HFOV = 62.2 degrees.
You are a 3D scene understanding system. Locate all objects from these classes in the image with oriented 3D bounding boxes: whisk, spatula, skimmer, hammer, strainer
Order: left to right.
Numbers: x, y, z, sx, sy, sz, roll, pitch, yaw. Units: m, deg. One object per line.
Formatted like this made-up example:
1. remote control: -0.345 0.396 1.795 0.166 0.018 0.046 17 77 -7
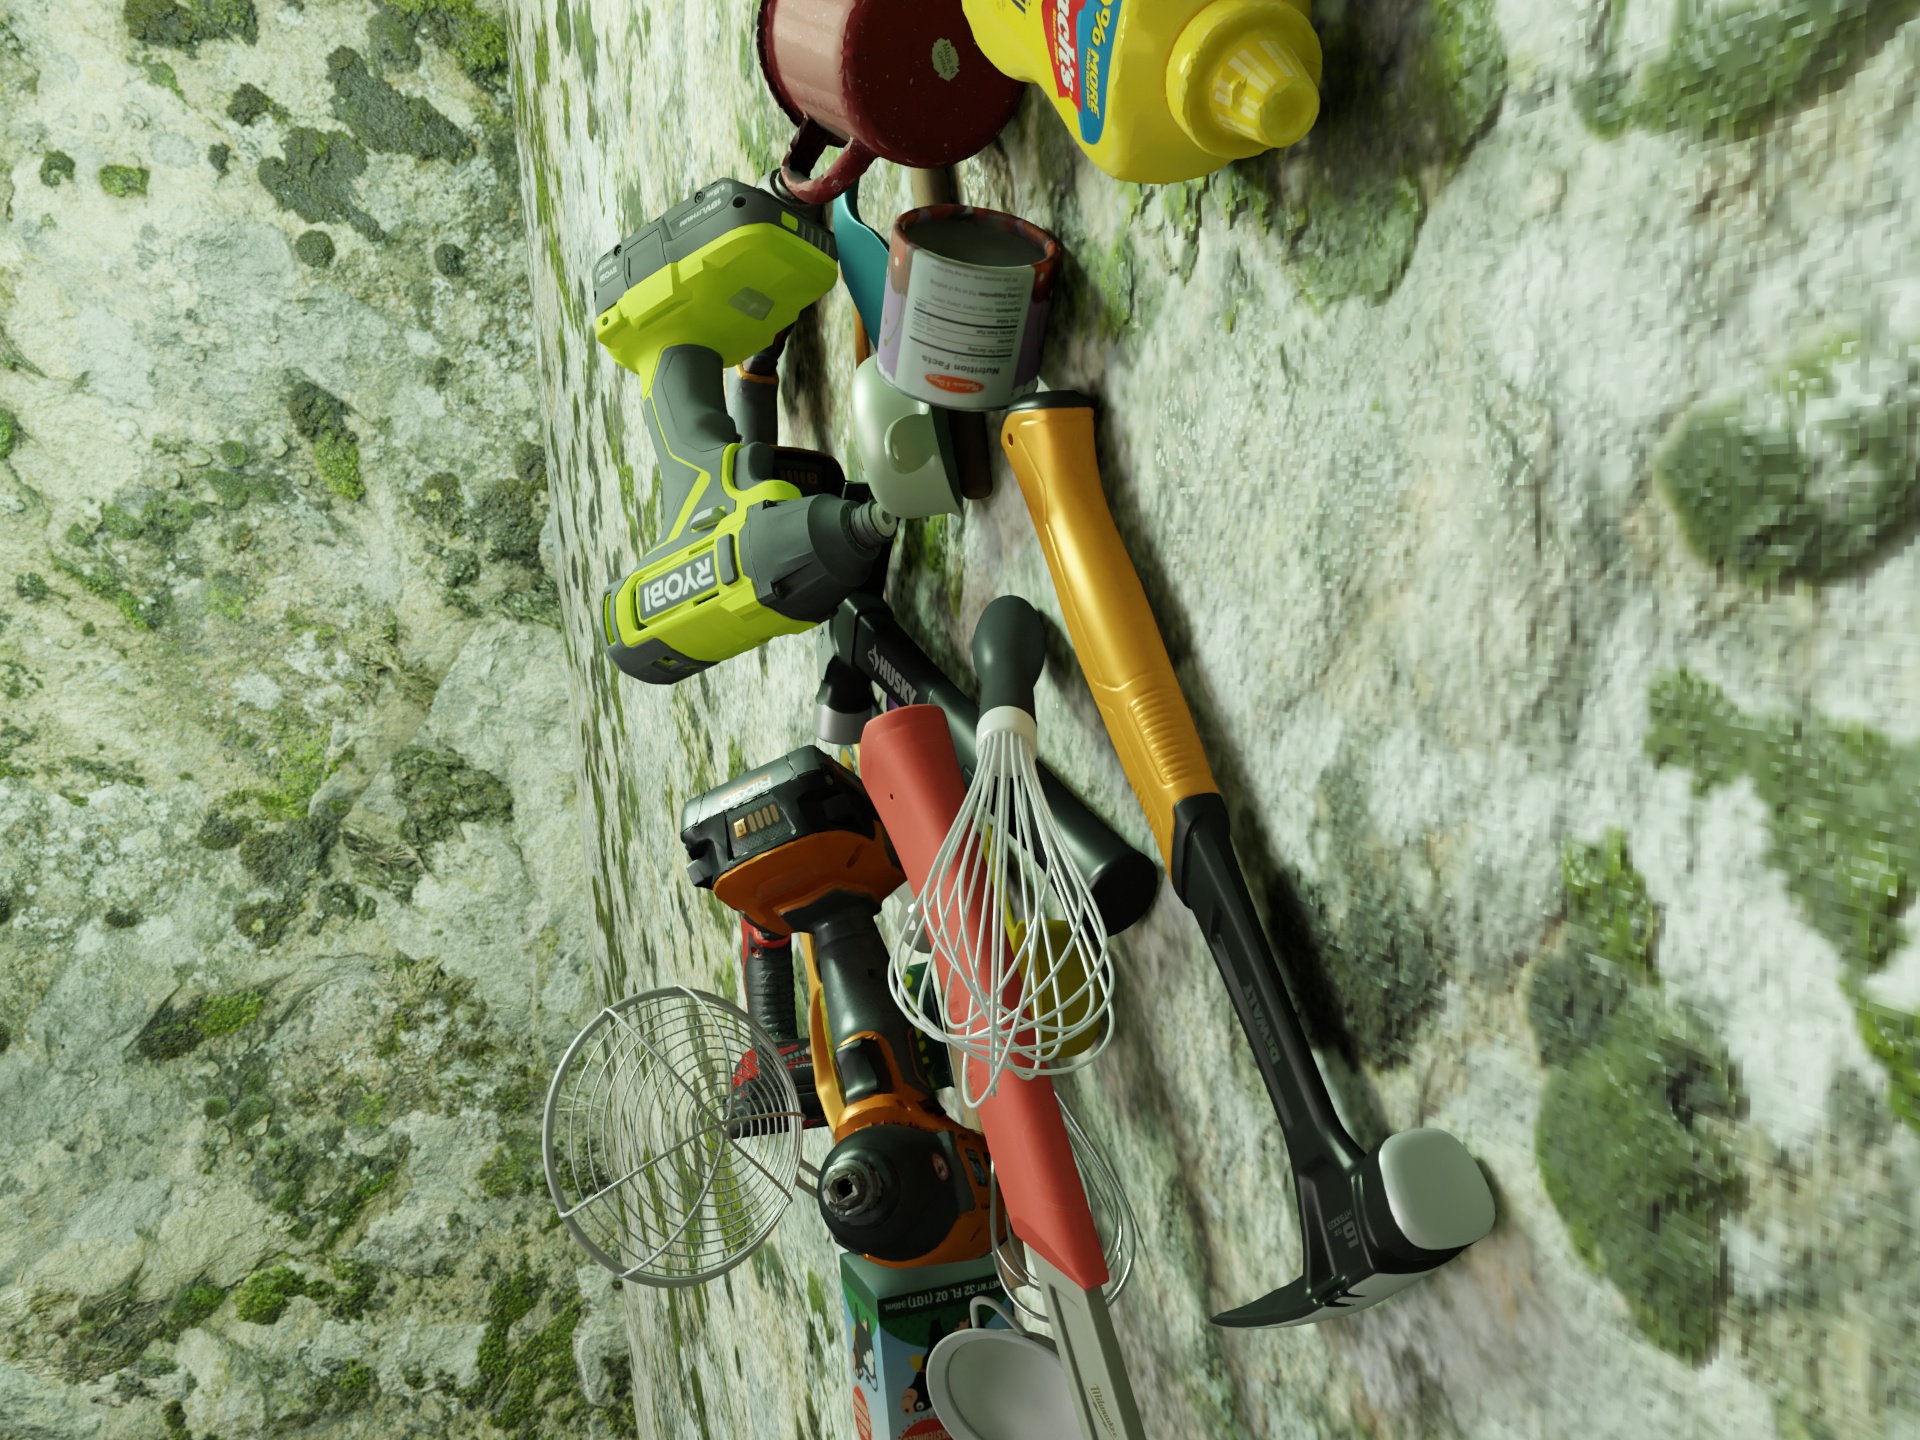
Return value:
1. skimmer: -0.100 0.234 0.810 0.363 0.090 0.127 69 -155 -64
2. spatula: -0.043 -0.316 0.775 0.082 0.044 0.317 158 110 -72
3. spatula: -0.005 0.123 0.804 0.059 0.018 0.316 123 138 -61
4. hammer: -0.001 -0.002 0.718 0.335 0.035 0.146 -134 48 -58
5. whisk: 0.015 0.025 0.558 0.285 0.070 0.070 -86 1 -60
6. whisk: 0.021 0.143 0.698 0.057 0.059 0.247 63 -173 -50
7. strainer: 0.037 0.367 0.726 0.087 0.050 0.258 -2 102 27
8. hammer: 0.032 0.159 0.586 0.149 0.036 0.359 -37 64 47
9. hammer: 0.070 0.026 0.534 0.127 0.034 0.337 114 145 -54

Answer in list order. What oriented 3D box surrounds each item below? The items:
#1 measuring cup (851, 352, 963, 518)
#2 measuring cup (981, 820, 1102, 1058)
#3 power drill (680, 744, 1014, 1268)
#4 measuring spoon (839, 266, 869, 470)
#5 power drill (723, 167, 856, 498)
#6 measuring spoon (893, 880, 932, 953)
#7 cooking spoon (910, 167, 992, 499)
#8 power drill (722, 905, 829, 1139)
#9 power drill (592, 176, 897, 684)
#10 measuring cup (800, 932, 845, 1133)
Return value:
1. measuring cup: -0.030 -0.116 0.663 0.168 0.038 0.083 -63 -38 -74
2. measuring cup: 0.033 0.086 0.690 0.157 0.029 0.062 -107 18 -61
3. power drill: -0.049 0.131 0.710 0.227 0.084 0.164 68 -171 21
4. measuring spoon: -0.057 -0.194 0.865 0.021 0.011 0.117 -155 60 -68
5. power drill: -0.114 -0.189 0.929 0.185 0.084 0.226 128 138 -51
6. measuring spoon: -0.039 0.095 0.893 0.124 0.018 0.034 -136 43 -63
7. cooking spoon: -0.016 -0.255 0.715 0.069 0.017 0.319 149 113 -74
8. power drill: -0.126 0.165 1.085 0.143 0.078 0.220 130 134 -64
9. power drill: -0.111 -0.146 0.799 0.171 0.080 0.223 -20 69 33
10. measuring cup: -0.060 0.154 0.923 0.095 0.052 0.174 113 147 -55
